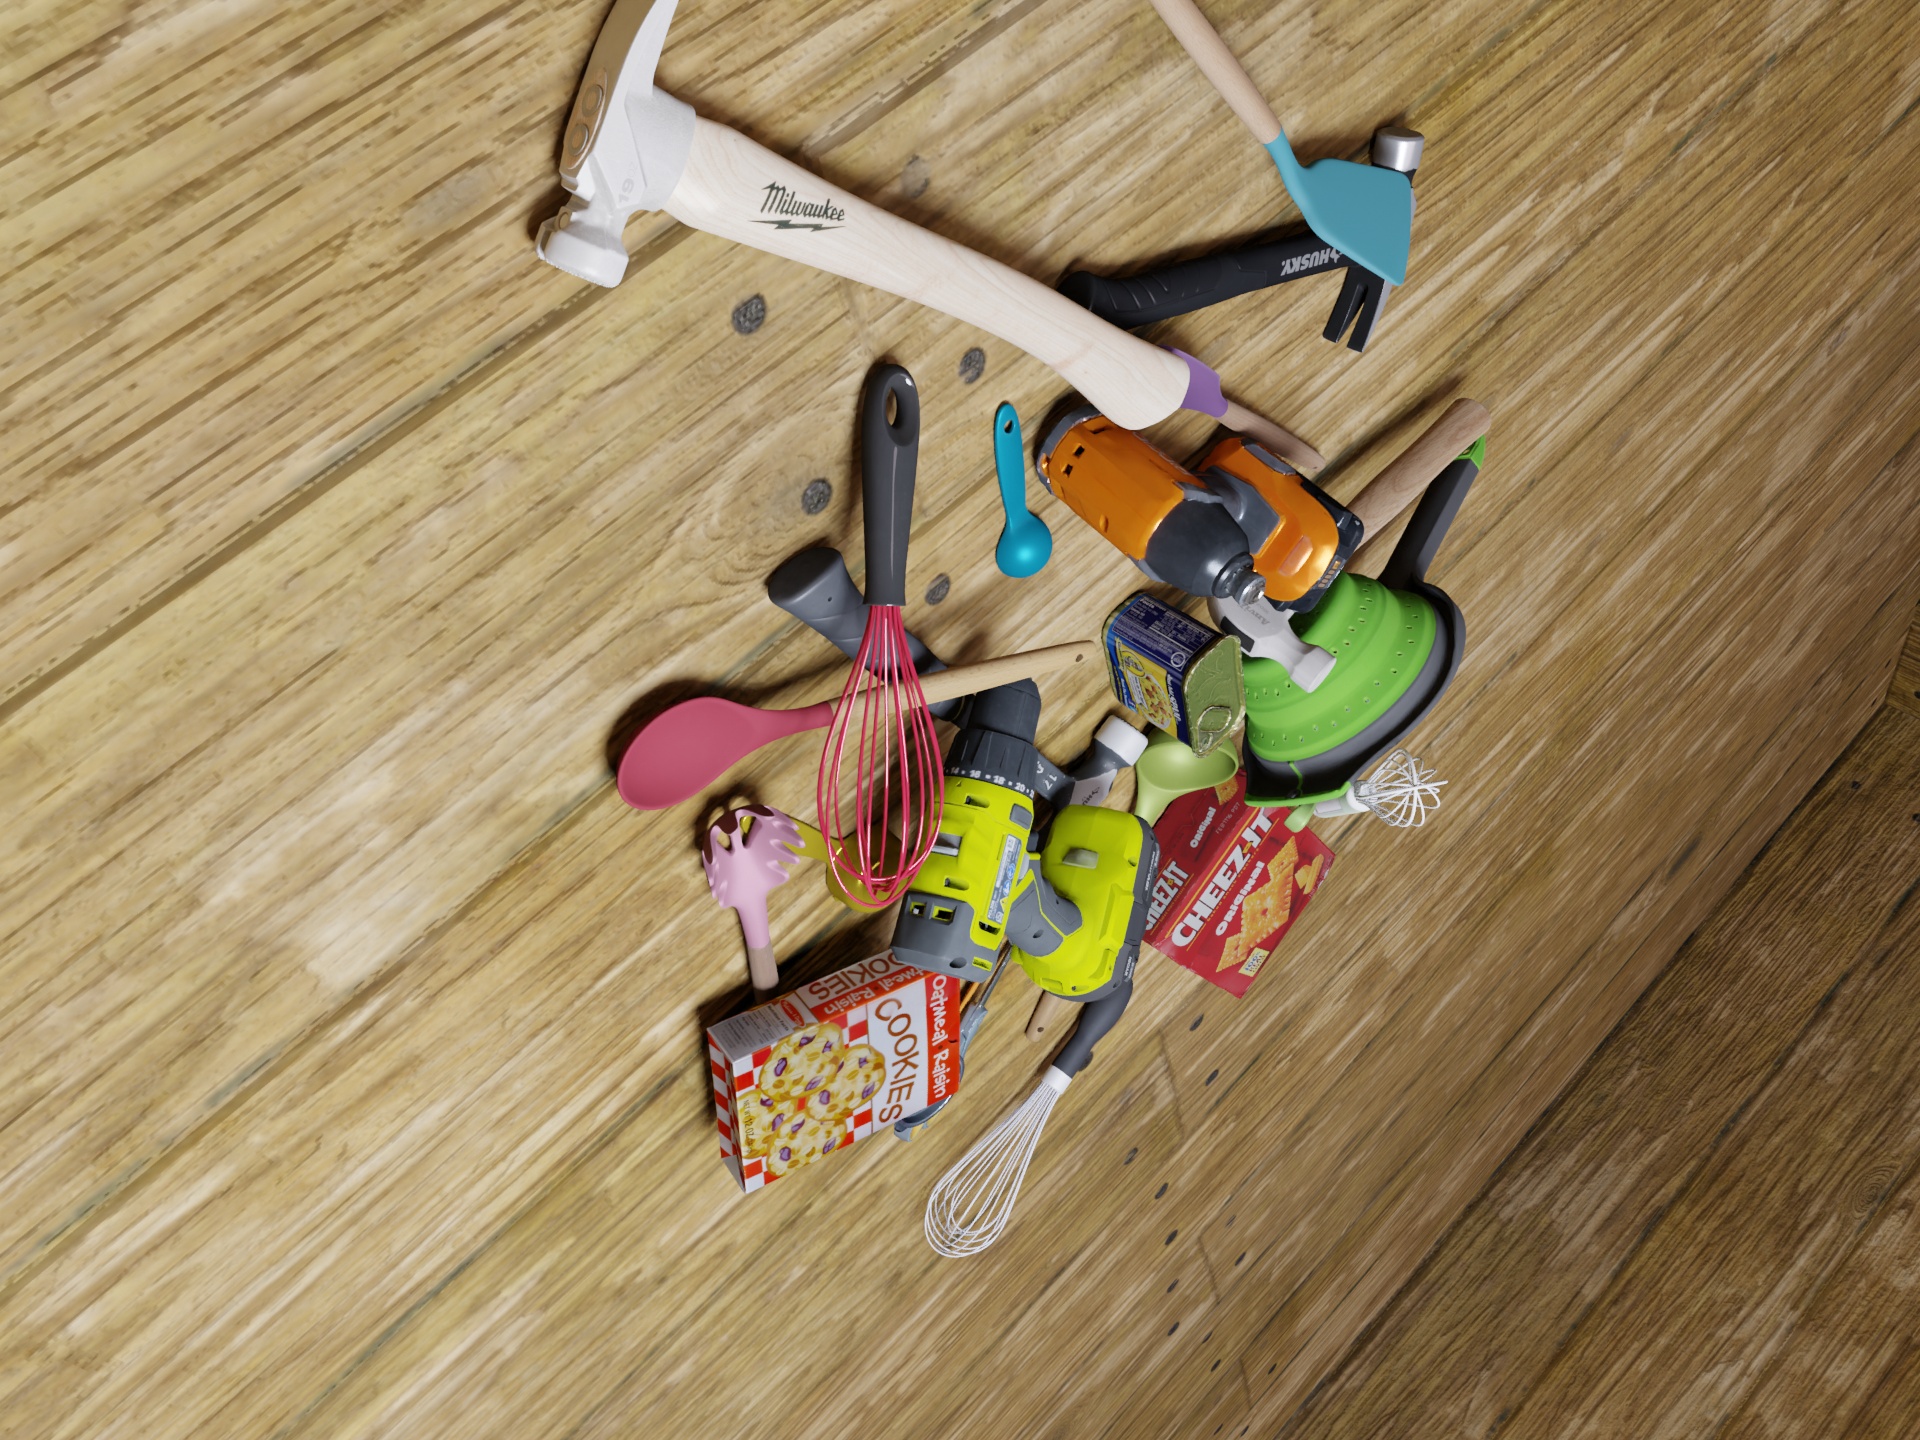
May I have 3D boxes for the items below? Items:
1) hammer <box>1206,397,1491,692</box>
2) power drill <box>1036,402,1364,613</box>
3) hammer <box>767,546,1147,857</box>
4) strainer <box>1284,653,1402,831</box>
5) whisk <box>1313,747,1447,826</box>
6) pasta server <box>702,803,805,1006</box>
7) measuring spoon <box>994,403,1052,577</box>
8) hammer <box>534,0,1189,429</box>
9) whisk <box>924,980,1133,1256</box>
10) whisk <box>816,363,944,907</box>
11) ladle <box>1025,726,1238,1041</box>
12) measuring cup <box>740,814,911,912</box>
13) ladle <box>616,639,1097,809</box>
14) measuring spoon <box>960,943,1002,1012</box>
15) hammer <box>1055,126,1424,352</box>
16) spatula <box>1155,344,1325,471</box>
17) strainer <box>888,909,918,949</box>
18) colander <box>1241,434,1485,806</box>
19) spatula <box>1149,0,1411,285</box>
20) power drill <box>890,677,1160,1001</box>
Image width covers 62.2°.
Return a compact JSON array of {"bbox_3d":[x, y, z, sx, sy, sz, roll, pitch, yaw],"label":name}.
[{"bbox_3d":[0.301,-0.154,1.195,0.331,0.130,0.031,-41,161,-30],"label":"hammer"},{"bbox_3d":[0.168,-0.124,1.014,0.226,0.164,0.084,-2,130,-53],"label":"power drill"},{"bbox_3d":[-0.002,-0.003,1.028,0.149,0.036,0.408,-53,145,-1],"label":"hammer"},{"bbox_3d":[0.283,0.015,1.300,0.151,0.069,0.256,-55,173,32],"label":"strainer"},{"bbox_3d":[0.312,0.058,1.229,0.059,0.058,0.246,-11,175,-5],"label":"whisk"},{"bbox_3d":[-0.123,0.162,1.014,0.060,0.040,0.316,-22,136,-20],"label":"pasta server"},{"bbox_3d":[0.039,-0.137,0.975,0.042,0.021,0.128,-37,141,-24],"label":"measuring spoon"},{"bbox_3d":[-0.010,-0.233,0.795,0.410,0.038,0.146,10,109,-47],"label":"hammer"},{"bbox_3d":[0.063,0.334,1.366,0.284,0.070,0.070,-54,145,-12],"label":"whisk"},{"bbox_3d":[-0.042,-0.044,0.866,0.073,0.073,0.296,-5,99,-48],"label":"whisk"},{"bbox_3d":[0.126,0.135,1.274,0.078,0.062,0.320,18,111,-20],"label":"ladle"},{"bbox_3d":[-0.083,0.086,1.006,0.062,0.029,0.156,-57,144,3],"label":"measuring cup"},{"bbox_3d":[-0.052,-0.010,0.917,0.315,0.031,0.069,-14,133,-28],"label":"ladle"},{"bbox_3d":[-0.002,0.219,1.229,0.117,0.011,0.021,-57,171,-2],"label":"measuring spoon"},{"bbox_3d":[0.179,-0.281,1.013,0.335,0.035,0.146,-25,134,-36],"label":"hammer"},{"bbox_3d":[0.184,-0.206,1.082,0.315,0.060,0.018,7,71,-56],"label":"spatula"},{"bbox_3d":[-0.042,0.162,1.090,0.086,0.050,0.258,12,113,-33],"label":"strainer"},{"bbox_3d":[0.315,-0.113,1.259,0.094,0.204,0.397,44,62,-21],"label":"colander"},{"bbox_3d":[0.177,-0.359,0.917,0.317,0.044,0.082,27,66,-48],"label":"spatula"},{"bbox_3d":[0.049,0.086,1.040,0.228,0.080,0.191,33,69,-55],"label":"power drill"}]
